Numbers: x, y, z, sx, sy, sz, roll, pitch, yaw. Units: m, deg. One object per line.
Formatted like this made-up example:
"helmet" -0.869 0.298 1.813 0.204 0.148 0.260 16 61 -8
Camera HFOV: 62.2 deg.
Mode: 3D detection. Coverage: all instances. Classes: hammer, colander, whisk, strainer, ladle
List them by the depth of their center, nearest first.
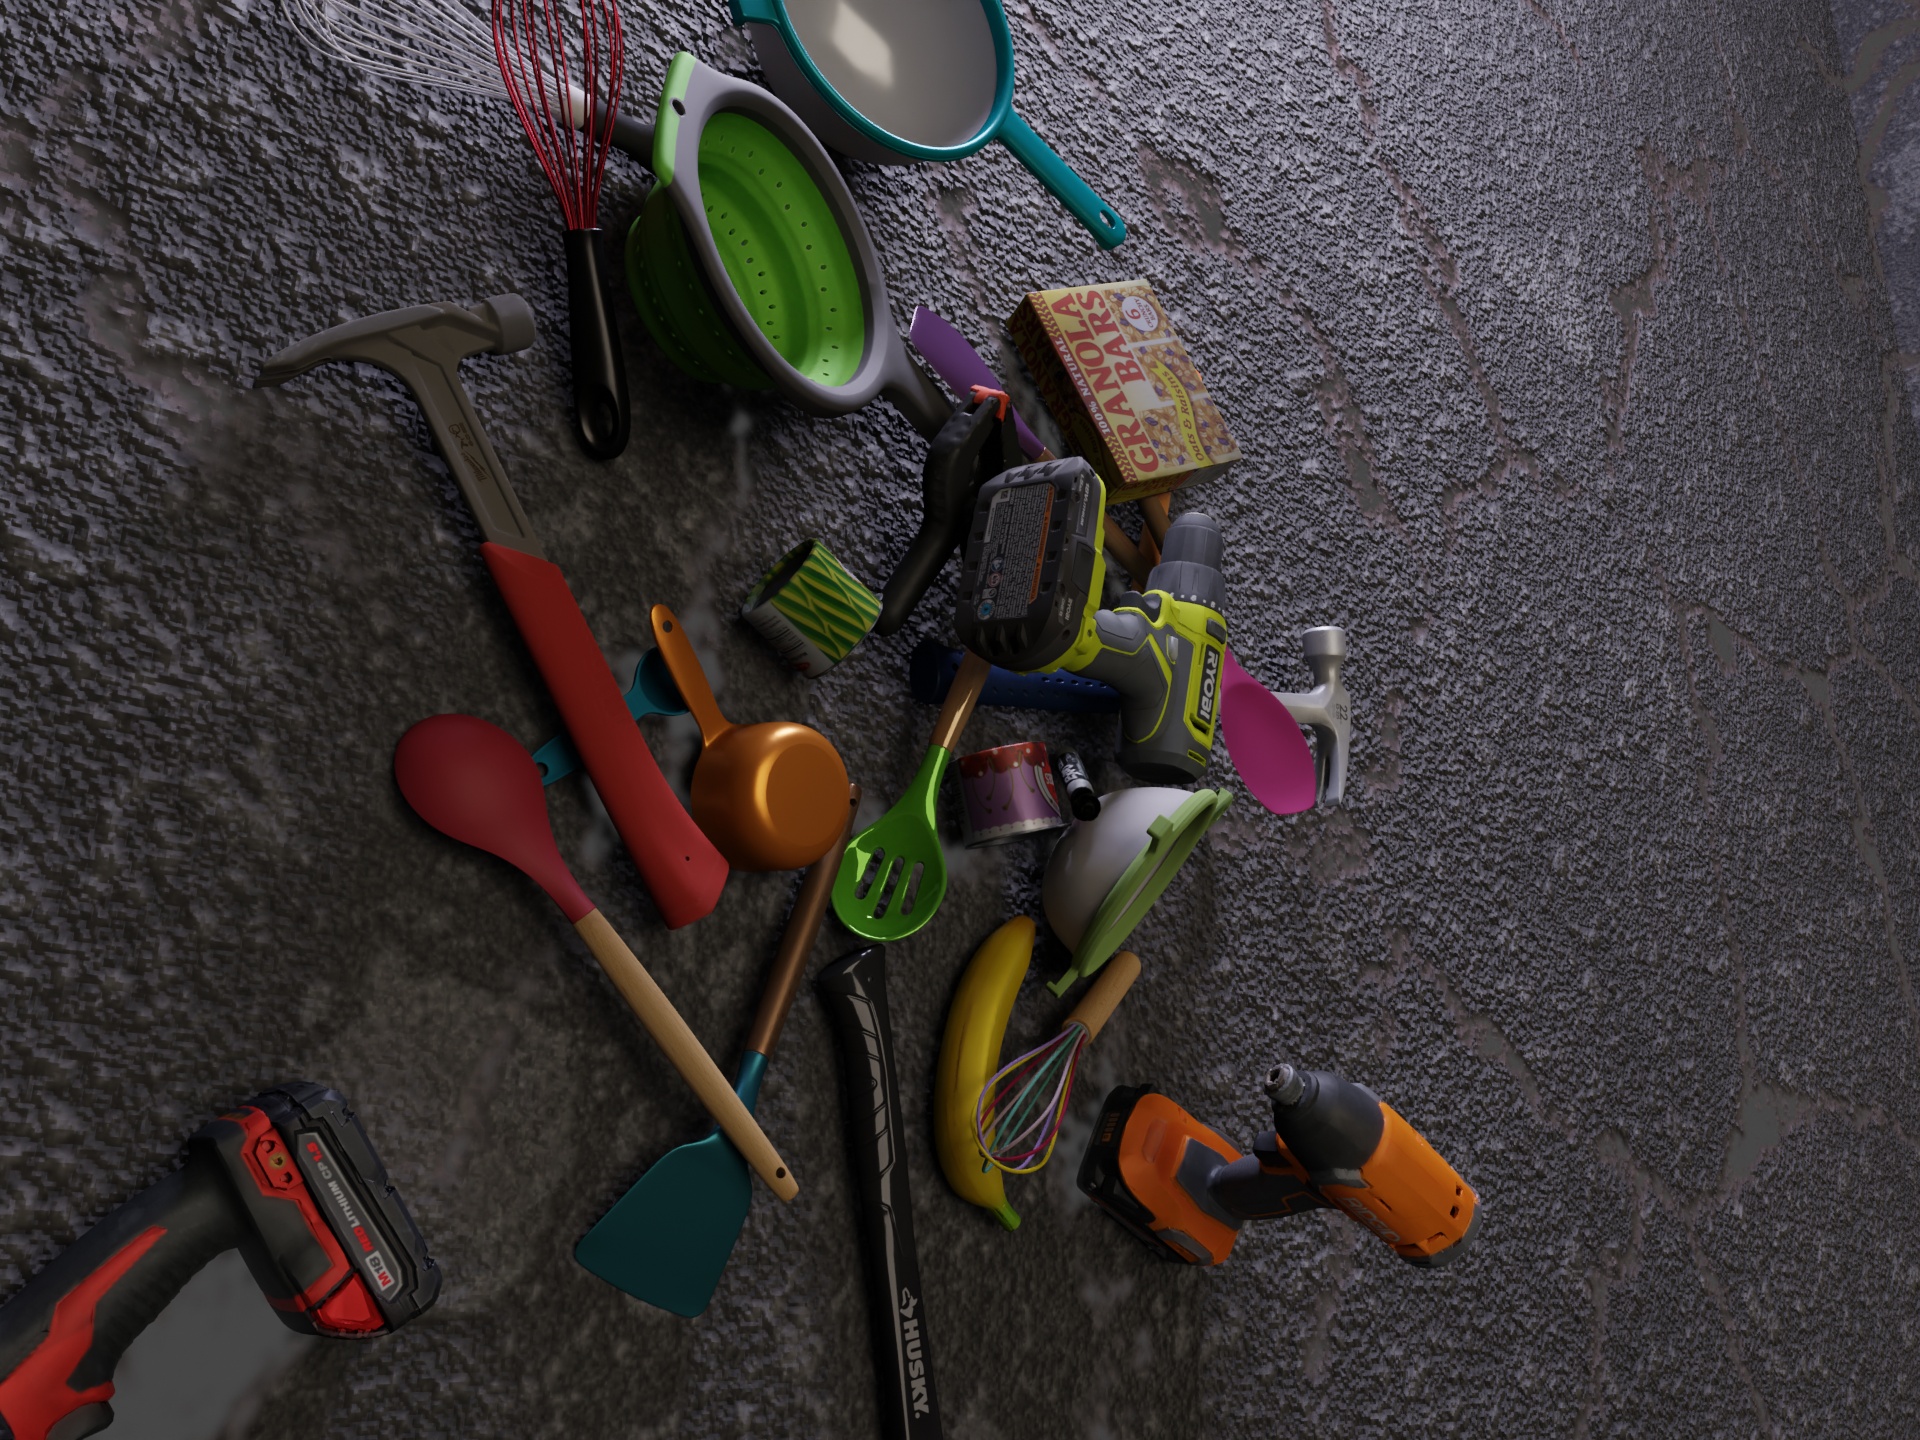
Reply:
"ladle" -0.181 0.123 0.825 0.069 0.031 0.315 -39 95 -40
"hammer" -0.228 -0.051 0.850 0.149 0.037 0.359 -27 93 -34
"whisk" -0.217 -0.297 0.901 0.073 0.073 0.295 -15 106 -42
"hammer" -0.036 0.297 0.918 0.146 0.035 0.335 2 75 -39
"whisk" -0.258 -0.377 0.937 0.284 0.070 0.070 14 67 -42
"whisk" 0.067 0.210 0.997 0.245 0.047 0.051 -38 138 -58
"colander" -0.092 -0.232 1.019 0.396 0.094 0.205 42 41 -45
"strainer" 0.124 0.078 1.096 0.069 0.151 0.256 36 28 14
"strainer" -0.024 -0.437 1.129 0.340 0.095 0.211 35 58 -29
"hammer" 0.141 -0.013 1.150 0.405 0.035 0.144 4 79 -35

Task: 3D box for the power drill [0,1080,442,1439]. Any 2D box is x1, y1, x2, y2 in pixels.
"power drill" -0.332 0.273 0.647 0.226 0.080 0.188 -30 96 -39

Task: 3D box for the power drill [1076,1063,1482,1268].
"power drill" 0.180 0.270 0.979 0.164 0.226 0.084 43 52 -22

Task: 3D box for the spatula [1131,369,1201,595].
"spatula" 0.148 -0.166 1.236 0.081 0.041 0.323 26 65 -30

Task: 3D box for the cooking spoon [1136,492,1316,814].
"cooking spoon" 0.178 -0.073 1.160 0.068 0.017 0.319 -8 64 -28

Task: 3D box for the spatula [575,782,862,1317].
"spatula" -0.114 0.167 0.898 0.082 0.044 0.318 37 52 -24

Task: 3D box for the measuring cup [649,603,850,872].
"measuring cup" -0.122 0.008 0.903 0.095 0.052 0.173 -43 119 -40

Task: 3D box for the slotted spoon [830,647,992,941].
"slotted spoon" -0.002 -0.003 1.007 0.070 0.031 0.314 20 70 8

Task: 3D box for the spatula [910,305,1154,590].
"spatula" 0.069 -0.173 1.121 0.315 0.018 0.060 43 38 -30

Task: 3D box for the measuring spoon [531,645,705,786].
"measuring spoon" -0.198 0.001 0.892 0.128 0.021 0.042 -39 100 -32

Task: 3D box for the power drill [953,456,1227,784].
"power drill" 0.103 -0.079 1.043 0.228 0.080 0.191 29 66 -47
